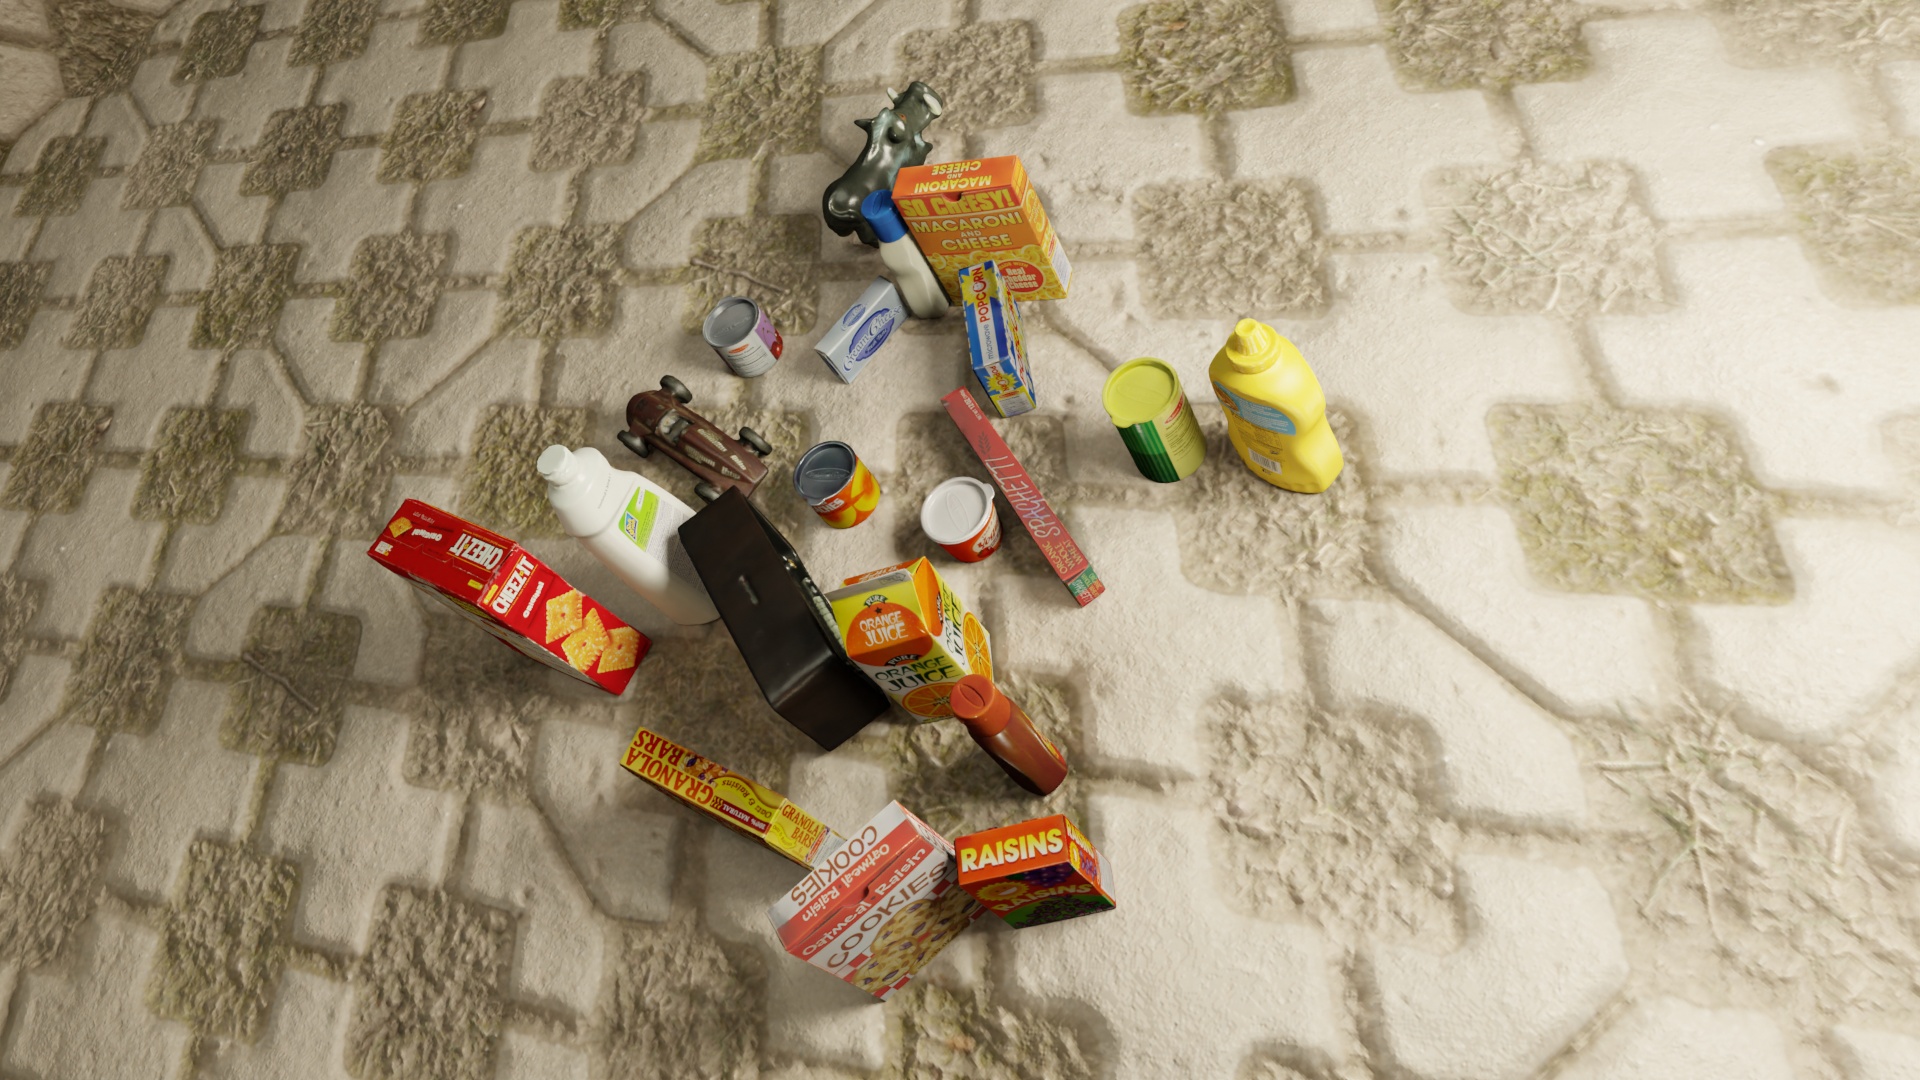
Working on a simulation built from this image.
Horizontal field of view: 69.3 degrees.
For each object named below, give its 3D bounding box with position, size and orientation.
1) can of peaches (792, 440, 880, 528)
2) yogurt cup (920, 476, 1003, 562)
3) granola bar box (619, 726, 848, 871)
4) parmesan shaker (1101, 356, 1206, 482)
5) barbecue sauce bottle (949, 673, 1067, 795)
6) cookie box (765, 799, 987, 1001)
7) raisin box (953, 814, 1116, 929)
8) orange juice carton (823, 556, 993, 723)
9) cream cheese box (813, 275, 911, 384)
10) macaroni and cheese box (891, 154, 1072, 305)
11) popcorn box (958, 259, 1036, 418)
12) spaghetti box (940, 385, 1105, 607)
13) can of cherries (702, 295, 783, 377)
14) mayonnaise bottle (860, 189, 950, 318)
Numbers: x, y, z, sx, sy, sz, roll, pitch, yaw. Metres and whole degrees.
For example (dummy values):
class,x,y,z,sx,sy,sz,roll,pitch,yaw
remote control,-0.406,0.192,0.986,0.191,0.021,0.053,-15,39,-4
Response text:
class,x,y,z,sx,sy,sz,roll,pitch,yaw
can of peaches,-0.118,-0.050,1.323,0.071,0.058,0.071,-11,58,18
yogurt cup,0.004,-0.016,1.249,0.072,0.053,0.073,-11,58,18
granola bar box,-0.185,0.219,1.151,0.165,0.124,0.039,18,71,32
parmesan shaker,0.166,-0.100,1.196,0.071,0.102,0.071,-11,58,18
barbecue sauce bottle,0.034,0.149,1.079,0.044,0.148,0.065,-46,54,-6
cookie box,-0.052,0.272,1.033,0.123,0.167,0.040,-41,53,-3
raisin box,0.057,0.246,1.027,0.086,0.123,0.040,-16,56,15
orange juice carton,-0.039,0.076,1.128,0.072,0.192,0.073,-15,57,16
cream cheese box,-0.098,-0.214,1.414,0.024,0.053,0.104,34,79,35
macaroni and cheese box,0.024,-0.294,1.337,0.123,0.166,0.040,0,62,24
popcorn box,0.035,-0.191,1.321,0.038,0.085,0.127,-17,56,15
spaghetti box,0.053,-0.043,1.246,0.028,0.050,0.251,-34,53,2
can of cherries,-0.230,-0.217,1.472,0.071,0.058,0.072,-11,58,18
mayonnaise bottle,-0.052,-0.286,1.378,0.041,0.147,0.065,-2,61,23
